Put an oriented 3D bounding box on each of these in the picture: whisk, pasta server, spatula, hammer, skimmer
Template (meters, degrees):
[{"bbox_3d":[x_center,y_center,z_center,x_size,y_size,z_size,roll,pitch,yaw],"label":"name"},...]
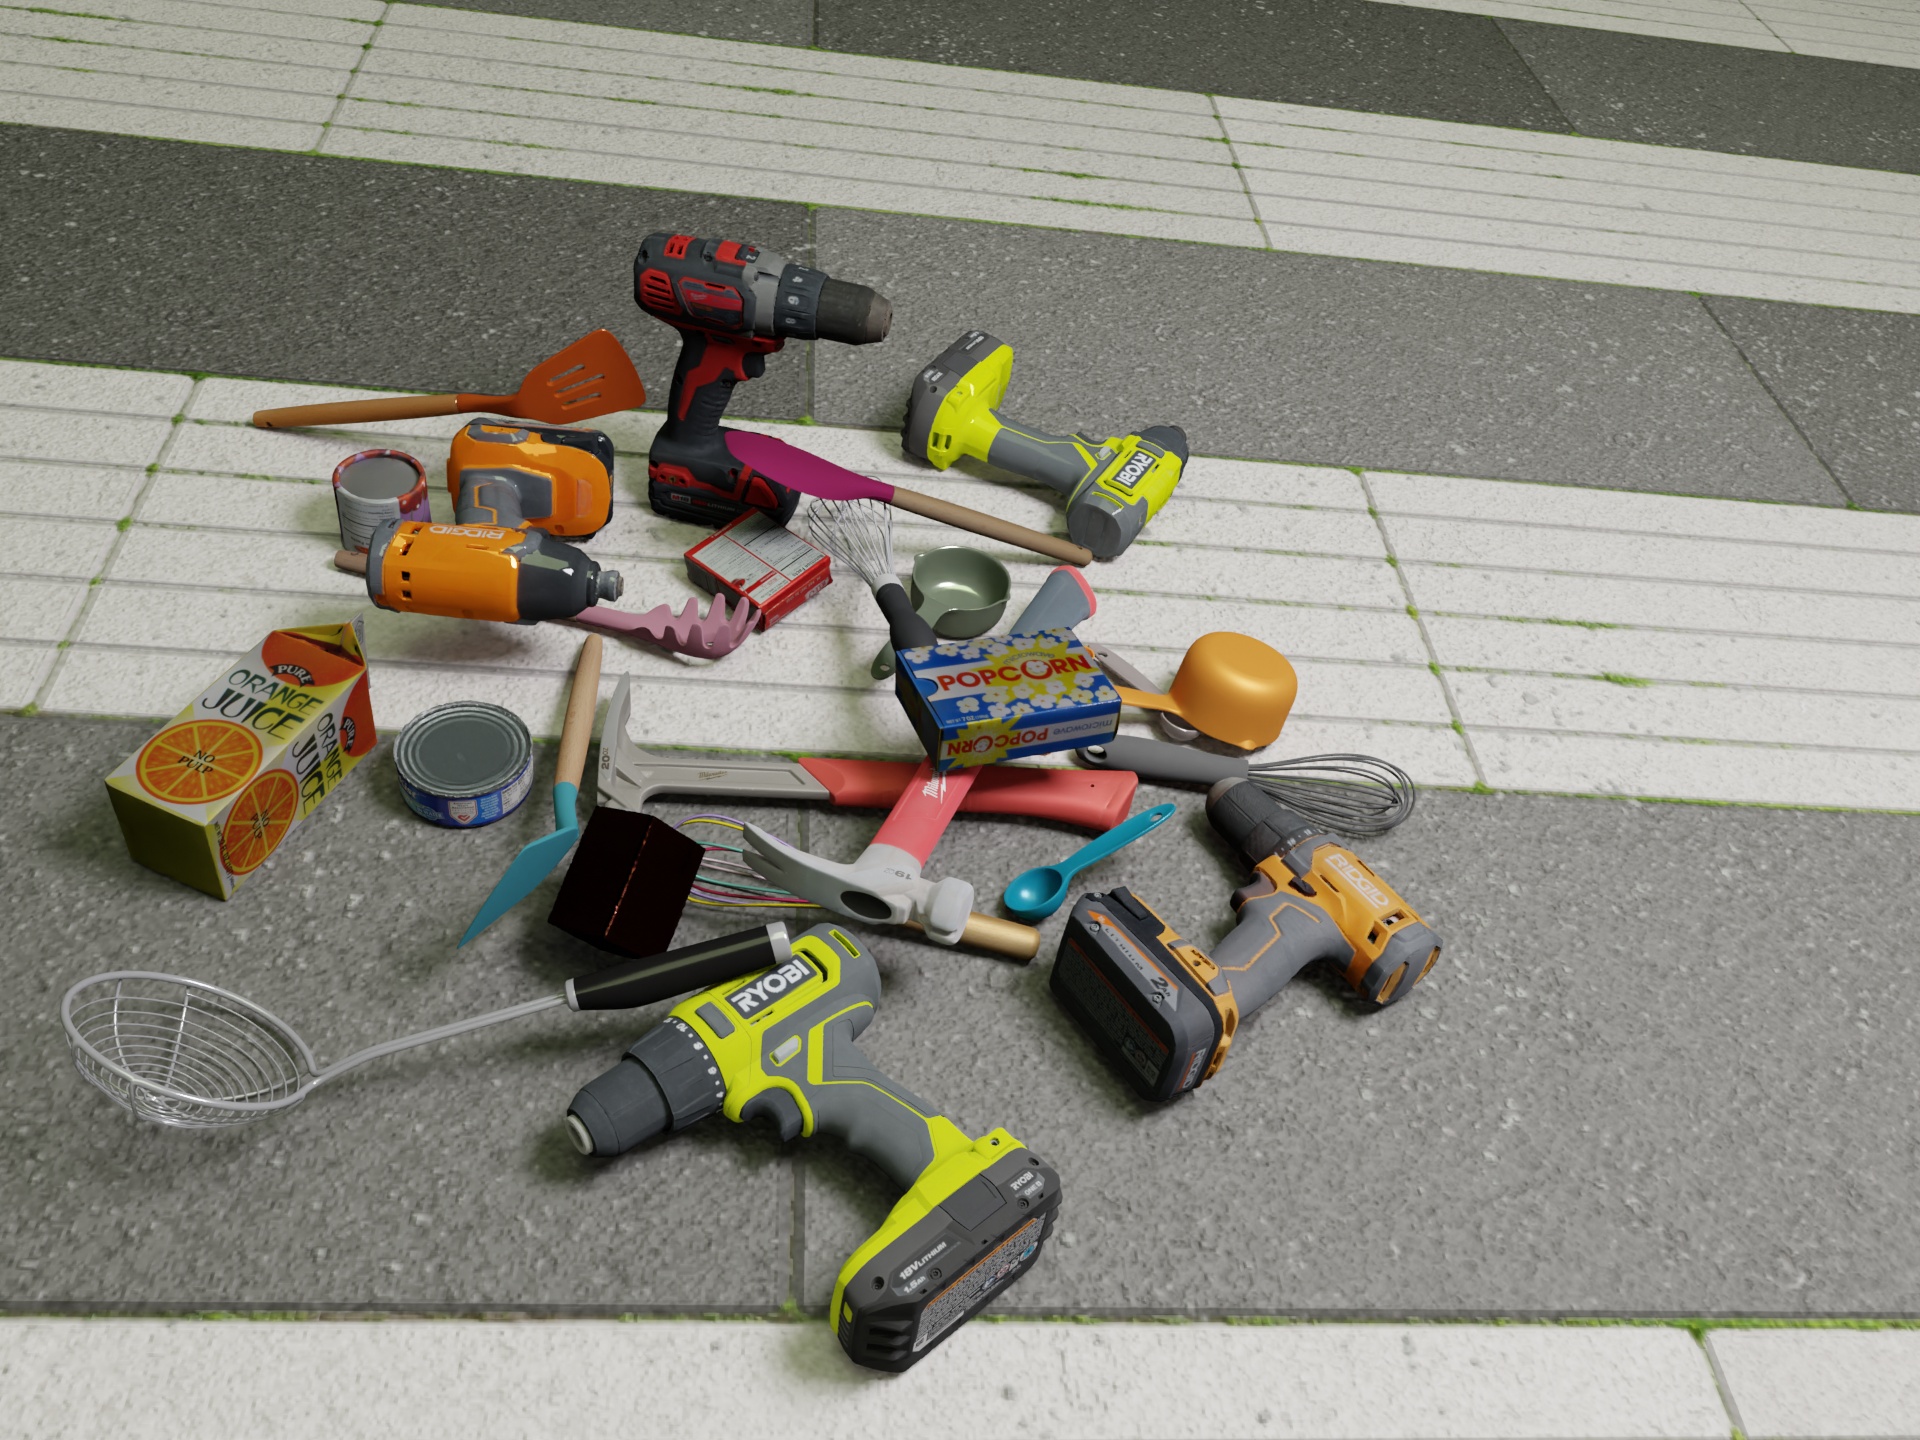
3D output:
[{"bbox_3d":[-0.062,-0.109,1.169,0.070,0.070,0.285,-5,34,-16],"label":"whisk"},{"bbox_3d":[-0.070,0.113,0.990,0.245,0.051,0.047,15,42,-3],"label":"whisk"},{"bbox_3d":[-0.302,-0.091,1.153,0.316,0.040,0.060,12,27,4],"label":"pasta server"},{"bbox_3d":[-0.257,0.024,1.009,0.044,0.082,0.318,28,26,-22],"label":"spatula"},{"bbox_3d":[-0.060,0.036,1.072,0.359,0.036,0.149,3,45,-8],"label":"hammer"},{"bbox_3d":[-0.406,-0.251,1.235,0.322,0.080,0.041,-1,58,15],"label":"spatula"},{"bbox_3d":[-0.275,0.138,0.851,0.363,0.090,0.127,-14,16,-10],"label":"skimmer"},{"bbox_3d":[0.199,0.036,1.116,0.239,0.055,0.055,9,44,4],"label":"whisk"},{"bbox_3d":[-0.002,-0.003,1.070,0.143,0.038,0.386,18,39,12],"label":"hammer"}]

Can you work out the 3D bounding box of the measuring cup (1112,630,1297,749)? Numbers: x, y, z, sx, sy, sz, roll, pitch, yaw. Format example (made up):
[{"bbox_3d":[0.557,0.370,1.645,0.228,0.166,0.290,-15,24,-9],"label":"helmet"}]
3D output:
[{"bbox_3d":[0.163,-0.032,1.147,0.173,0.052,0.095,7,34,-22],"label":"measuring cup"}]

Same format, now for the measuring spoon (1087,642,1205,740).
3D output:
[{"bbox_3d":[0.134,-0.020,1.186,0.034,0.018,0.124,-10,39,-38],"label":"measuring spoon"}]

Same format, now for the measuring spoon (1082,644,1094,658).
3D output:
[{"bbox_3d":[0.076,-0.014,1.171,0.021,0.011,0.117,18,48,8],"label":"measuring spoon"}]

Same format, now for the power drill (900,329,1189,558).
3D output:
[{"bbox_3d":[0.078,-0.240,1.355,0.223,0.080,0.171,29,47,12],"label":"power drill"}]

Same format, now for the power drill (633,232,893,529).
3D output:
[{"bbox_3d":[-0.153,-0.252,1.209,0.188,0.226,0.080,12,44,2],"label":"power drill"}]

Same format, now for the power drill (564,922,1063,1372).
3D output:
[{"bbox_3d":[-0.078,0.226,0.848,0.190,0.080,0.229,-28,53,-35],"label":"power drill"}]

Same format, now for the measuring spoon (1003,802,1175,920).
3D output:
[{"bbox_3d":[0.087,0.093,1.027,0.128,0.021,0.042,-30,28,-10],"label":"measuring spoon"}]

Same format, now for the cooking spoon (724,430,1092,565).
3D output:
[{"bbox_3d":[-0.032,-0.166,1.216,0.318,0.017,0.069,14,32,-28],"label":"cooking spoon"}]

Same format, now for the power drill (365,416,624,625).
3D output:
[{"bbox_3d":[-0.310,-0.139,1.136,0.164,0.084,0.227,6,30,-4],"label":"power drill"}]

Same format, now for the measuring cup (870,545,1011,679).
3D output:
[{"bbox_3d":[-0.023,-0.069,1.187,0.083,0.038,0.168,26,48,15],"label":"measuring cup"}]

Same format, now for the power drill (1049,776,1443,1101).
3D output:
[{"bbox_3d":[0.164,0.124,0.999,0.226,0.084,0.186,-17,48,-31],"label":"power drill"}]
